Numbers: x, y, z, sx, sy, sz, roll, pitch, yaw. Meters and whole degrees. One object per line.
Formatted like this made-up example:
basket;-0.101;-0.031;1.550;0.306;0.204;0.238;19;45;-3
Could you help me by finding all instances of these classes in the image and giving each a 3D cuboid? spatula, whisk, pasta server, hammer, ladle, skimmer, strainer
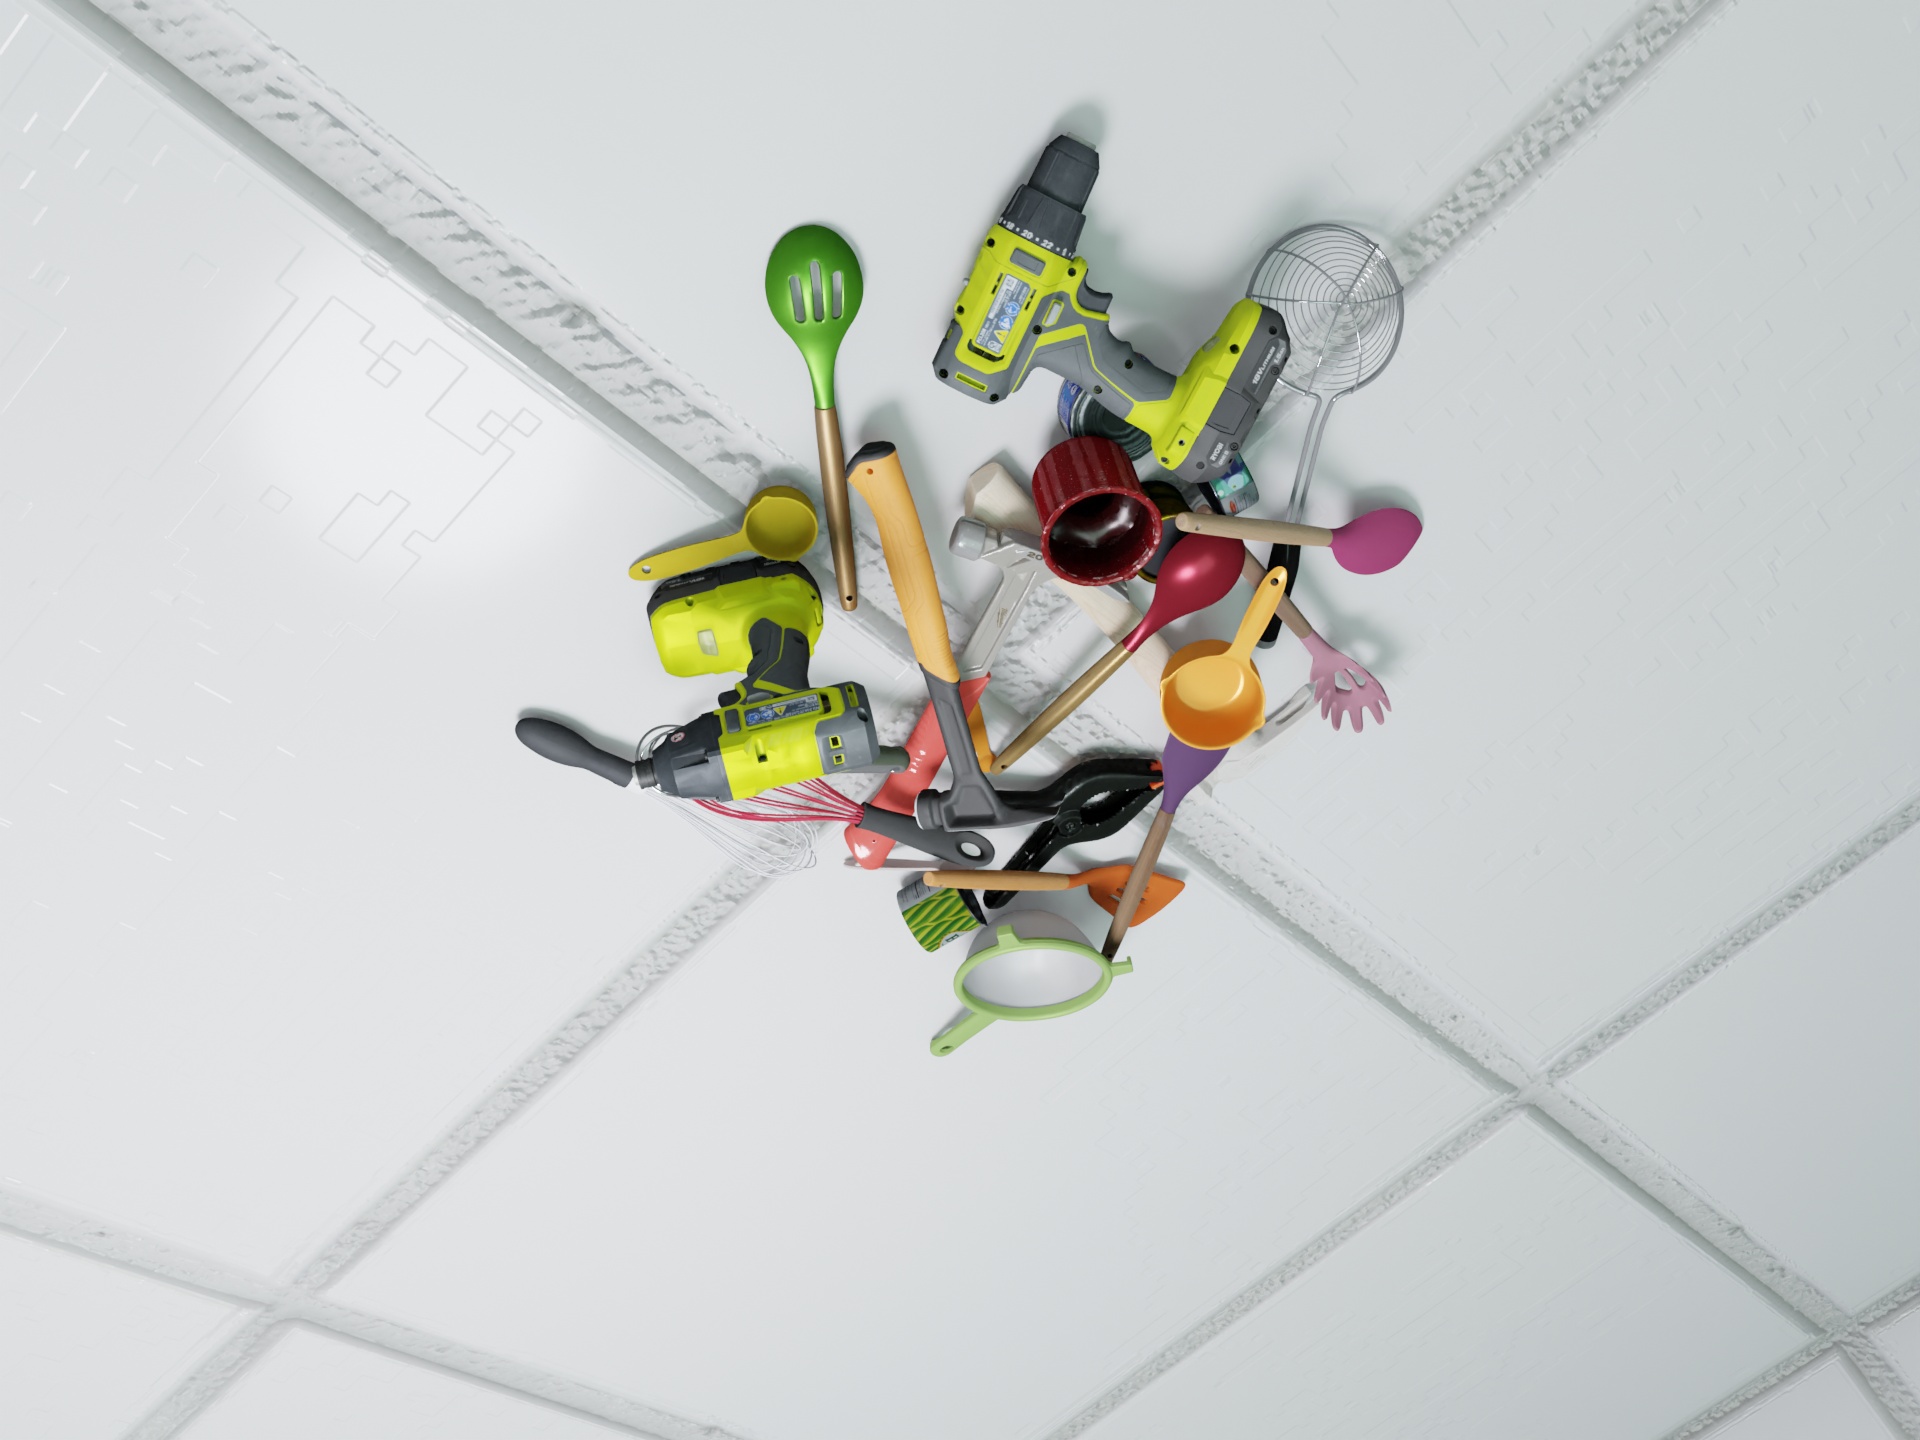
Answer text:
spatula;0.183;0.102;1.455;0.059;0.018;0.315;12;119;-13
spatula;0.084;0.155;1.463;0.322;0.041;0.081;8;137;-47
whisk;-0.242;0.063;1.338;0.284;0.070;0.070;27;114;-25
pasta server;0.280;-0.083;1.345;0.060;0.040;0.315;-22;139;28
hammer;-0.016;-0.060;1.251;0.127;0.034;0.336;-5;118;24
whisk;-0.102;0.073;1.339;0.295;0.073;0.073;19;118;-20
ladle;0.122;-0.048;1.325;0.069;0.031;0.315;24;129;-28
skimmer;0.271;-0.217;1.296;0.127;0.090;0.363;-6;136;-9
hammer;-0.002;-0.004;1.340;0.149;0.037;0.359;20;124;-14
whisk;-0.144;0.032;1.264;0.246;0.059;0.058;1;159;-35
strainer;0.040;0.251;1.550;0.151;0.069;0.256;18;139;-26
hammer;0.151;-0.082;1.355;0.146;0.038;0.410;-39;125;12

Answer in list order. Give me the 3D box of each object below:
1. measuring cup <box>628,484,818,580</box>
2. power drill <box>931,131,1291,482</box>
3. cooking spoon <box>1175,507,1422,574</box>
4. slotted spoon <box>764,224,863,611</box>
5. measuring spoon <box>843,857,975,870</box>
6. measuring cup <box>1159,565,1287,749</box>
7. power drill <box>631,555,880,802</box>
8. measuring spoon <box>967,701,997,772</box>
measuring cup;-0.185;-0.141;1.232;0.156;0.029;0.062;-16;128;11
power drill;0.116;-0.289;1.142;0.228;0.080;0.190;24;108;-9
cooking spoon;0.280;-0.149;1.284;0.318;0.017;0.068;-1;131;-42
slotted spoon;-0.097;-0.214;1.197;0.070;0.031;0.313;-10;128;-8
measuring spoon;-0.046;0.137;1.441;0.124;0.034;0.018;1;111;14
measuring cup;0.227;-0.060;1.330;0.095;0.052;0.173;21;114;-6
power drill;-0.164;-0.028;1.186;0.171;0.223;0.080;-13;127;-6
measuring spoon;0.012;0.003;1.392;0.021;0.011;0.116;-20;128;-1
